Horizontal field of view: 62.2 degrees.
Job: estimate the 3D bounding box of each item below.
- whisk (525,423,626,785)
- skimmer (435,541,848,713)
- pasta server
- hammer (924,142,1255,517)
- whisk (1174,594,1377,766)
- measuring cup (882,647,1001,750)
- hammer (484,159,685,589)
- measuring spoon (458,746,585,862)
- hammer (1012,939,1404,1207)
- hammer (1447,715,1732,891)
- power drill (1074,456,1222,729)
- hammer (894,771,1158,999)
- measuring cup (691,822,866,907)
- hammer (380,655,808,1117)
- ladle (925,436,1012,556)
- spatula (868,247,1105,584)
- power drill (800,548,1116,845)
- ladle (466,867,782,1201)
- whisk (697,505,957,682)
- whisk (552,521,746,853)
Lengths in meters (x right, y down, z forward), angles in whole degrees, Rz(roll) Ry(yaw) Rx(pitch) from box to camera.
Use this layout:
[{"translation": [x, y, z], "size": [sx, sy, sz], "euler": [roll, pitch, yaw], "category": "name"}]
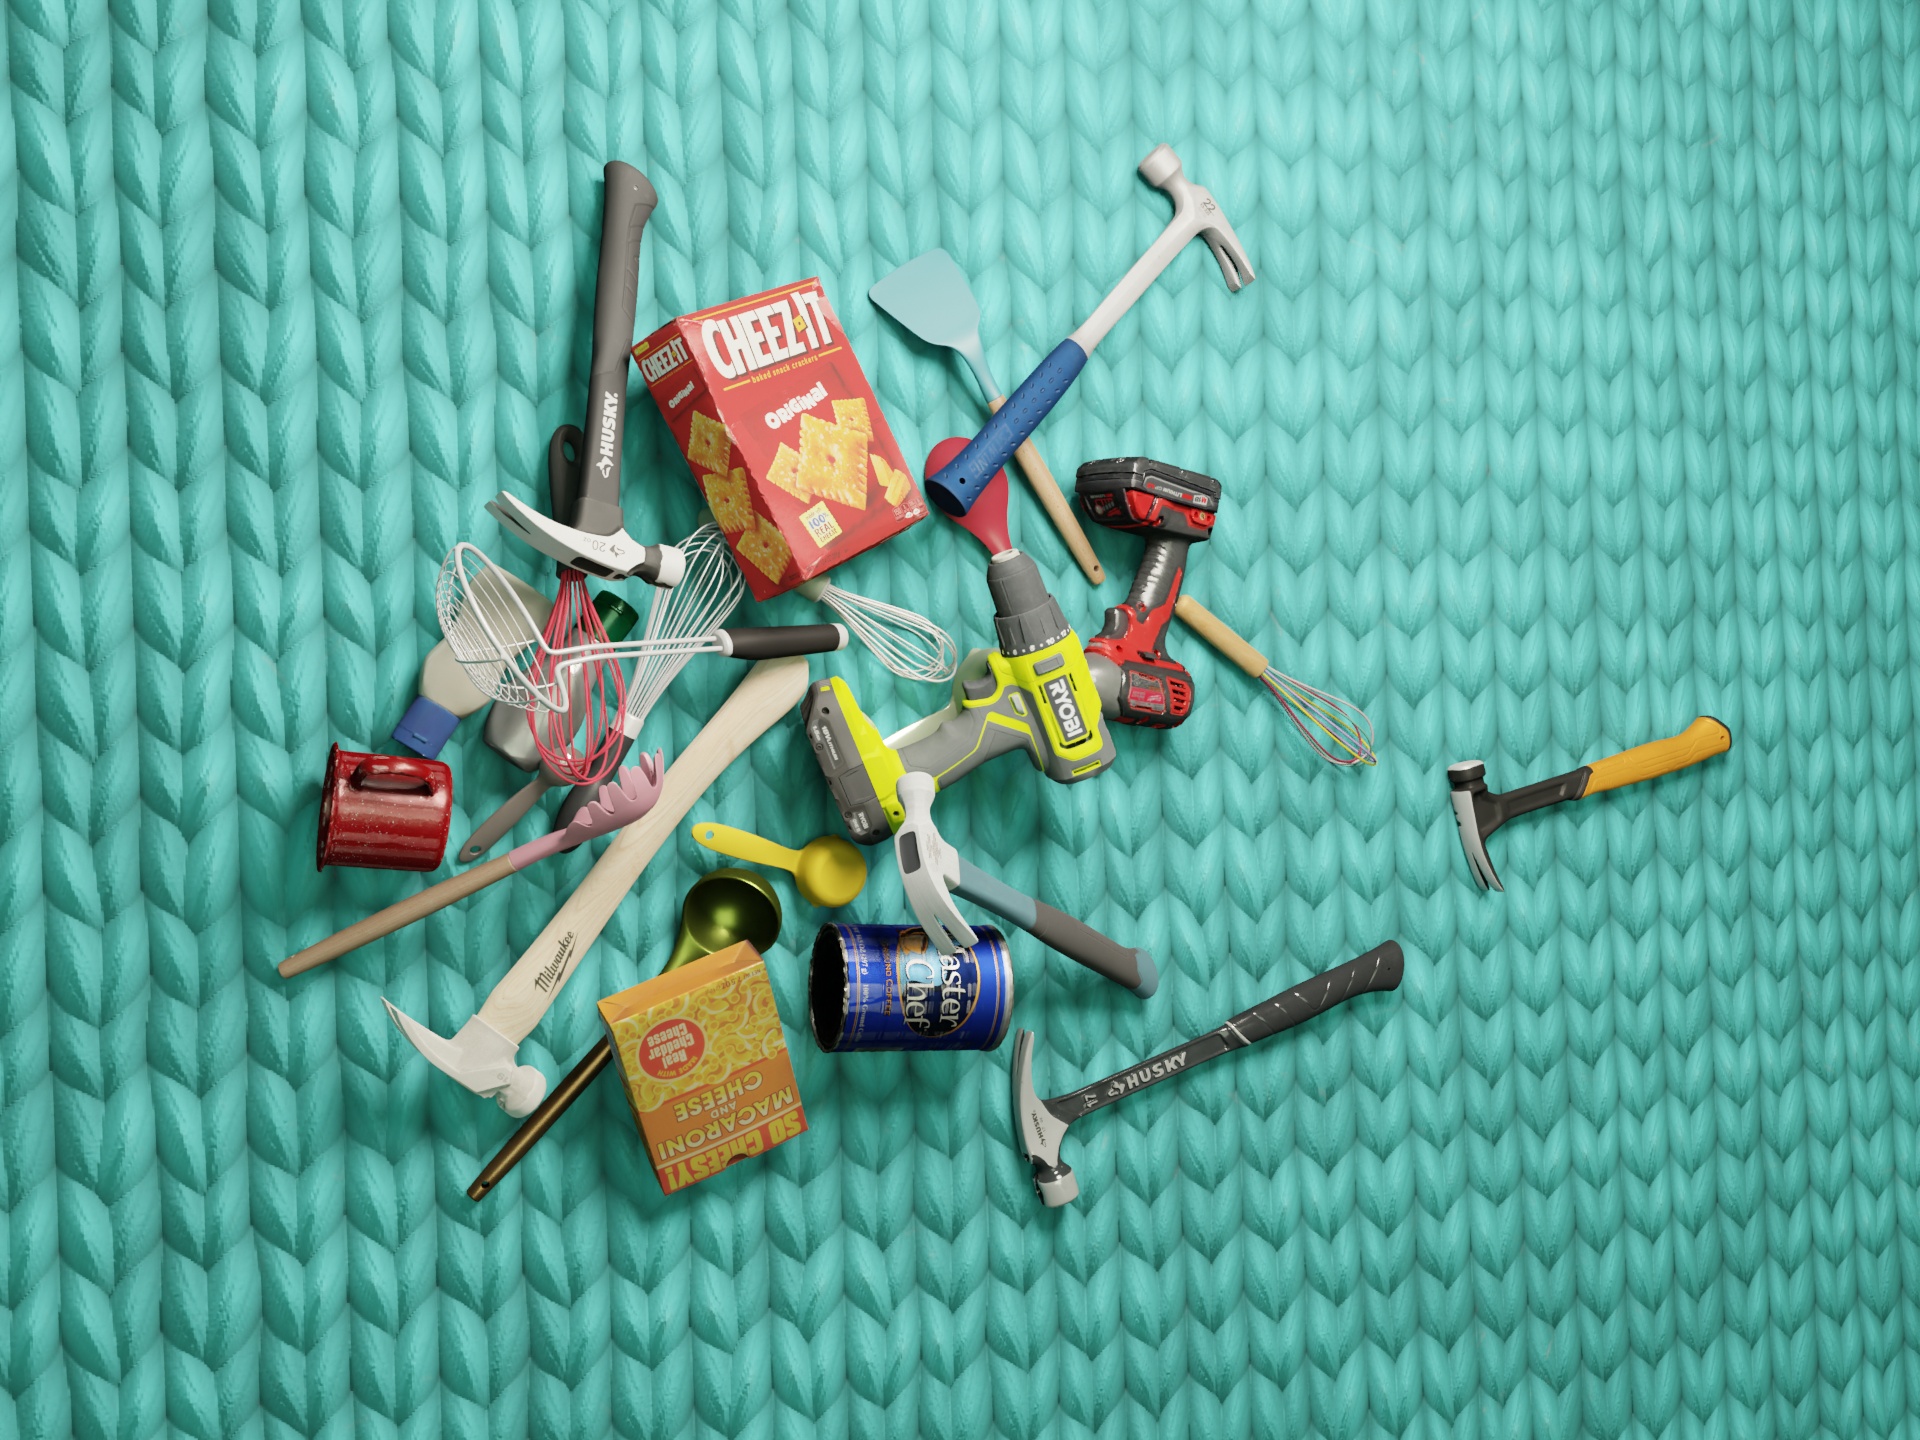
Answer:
[{"translation": [-0.287, -0.090, 1.178], "size": [0.073, 0.073, 0.296], "euler": [2, 67, -21], "category": "whisk"}, {"translation": [-0.204, -0.069, 1.131], "size": [0.363, 0.090, 0.127], "euler": [-7, 59, -46], "category": "skimmer"}, {"translation": [-0.351, 0.107, 1.148], "size": [0.316, 0.060, 0.040], "euler": [-26, 101, 0], "category": "pasta server"}, {"translation": [0.109, -0.319, 1.356], "size": [0.144, 0.035, 0.405], "euler": [45, 67, -15], "category": "hammer"}, {"translation": [0.287, -0.034, 1.445], "size": [0.245, 0.051, 0.047], "euler": [37, 55, -12], "category": "whisk"}, {"translation": [-0.002, -0.004, 1.328], "size": [0.167, 0.038, 0.083], "euler": [-29, 99, -21], "category": "measuring cup"}, {"translation": [-0.268, -0.270, 1.194], "size": [0.146, 0.035, 0.335], "euler": [13, 70, -36], "category": "hammer"}, {"translation": [-0.329, 0.068, 1.191], "size": [0.124, 0.018, 0.034], "euler": [-43, 136, 4], "category": "measuring spoon"}, {"translation": [0.227, 0.280, 1.413], "size": [0.409, 0.036, 0.149], "euler": [-19, 94, -21], "category": "hammer"}, {"translation": [0.633, 0.064, 1.574], "size": [0.337, 0.034, 0.127], "euler": [-15, 93, -21], "category": "hammer"}, {"translation": [0.144, -0.107, 1.357], "size": [0.143, 0.079, 0.220], "euler": [9, 89, -36], "category": "power drill"}, {"translation": [0.061, 0.158, 1.280], "size": [0.330, 0.033, 0.128], "euler": [33, 42, -43], "category": "hammer"}, {"translation": [-0.140, 0.109, 1.258], "size": [0.156, 0.029, 0.062], "euler": [21, 82, -34], "category": "measuring cup"}, {"translation": [-0.257, 0.096, 1.209], "size": [0.411, 0.038, 0.146], "euler": [-54, 131, -17], "category": "hammer"}, {"translation": [0.056, -0.097, 1.362], "size": [0.069, 0.031, 0.315], "euler": [-28, 100, -15], "category": "ladle"}, {"translation": [0.039, -0.252, 1.361], "size": [0.082, 0.044, 0.317], "euler": [-37, 106, -19], "category": "spatula"}, {"translation": [-0.007, -0.015, 1.265], "size": [0.228, 0.080, 0.190], "euler": [-22, 106, -3], "category": "power drill"}, {"translation": [-0.259, 0.241, 1.216], "size": [0.078, 0.062, 0.320], "euler": [45, 77, -12], "category": "ladle"}, {"translation": [-0.106, -0.103, 1.292], "size": [0.246, 0.057, 0.059], "euler": [32, 43, -14], "category": "whisk"}, {"translation": [-0.242, -0.025, 1.228], "size": [0.070, 0.070, 0.284], "euler": [28, 86, -18], "category": "whisk"}]
